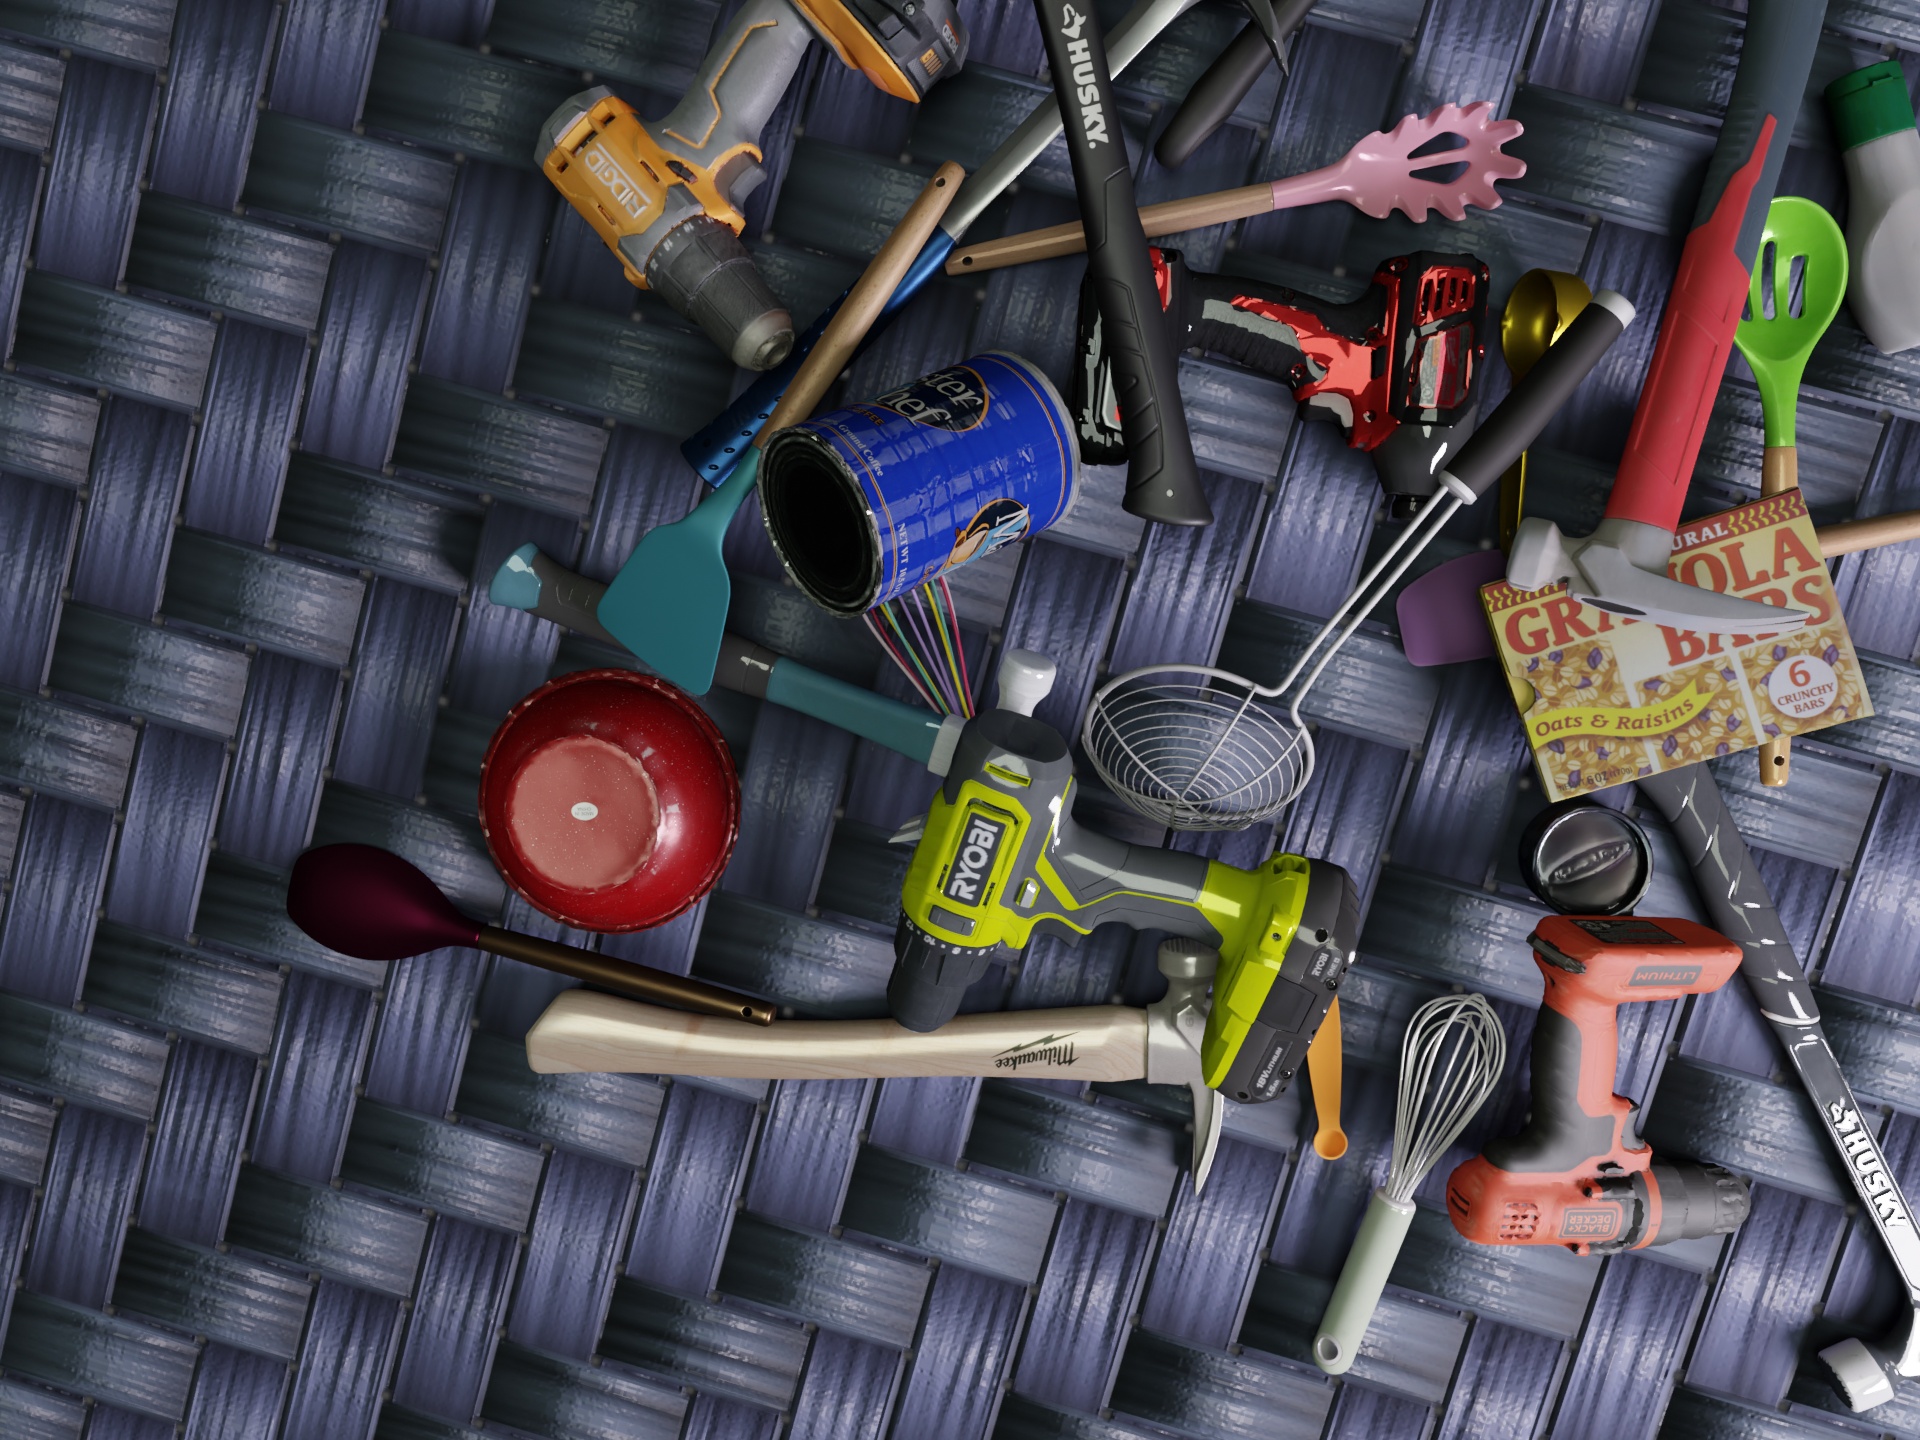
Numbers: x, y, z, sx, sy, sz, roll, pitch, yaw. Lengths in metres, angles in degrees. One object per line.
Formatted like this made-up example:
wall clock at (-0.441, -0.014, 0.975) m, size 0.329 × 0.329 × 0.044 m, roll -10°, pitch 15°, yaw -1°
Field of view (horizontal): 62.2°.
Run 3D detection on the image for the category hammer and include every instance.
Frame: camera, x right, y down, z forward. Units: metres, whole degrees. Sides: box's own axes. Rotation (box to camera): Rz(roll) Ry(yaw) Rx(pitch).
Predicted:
hammer at (-0.117, -0.030, 0.903) m, size 0.331 × 0.033 × 0.128 m, roll 21°, pitch 113°, yaw 10°
hammer at (0.482, 0.181, 0.897) m, size 0.149 × 0.036 × 0.409 m, roll -27°, pitch 93°, yaw 5°
hammer at (0.408, -0.236, 0.820) m, size 0.143 × 0.038 × 0.386 m, roll 17°, pitch 85°, yaw 22°
hammer at (0.001, -0.275, 0.874) m, size 0.405 × 0.035 × 0.144 m, roll -43°, pitch 68°, yaw 10°
hammer at (0.080, -0.260, 0.802) m, size 0.146 × 0.035 × 0.334 m, roll -13°, pitch 98°, yaw 2°
hammer at (-0.052, 0.203, 0.940) m, size 0.410 × 0.038 × 0.146 m, roll -1°, pitch 97°, yaw 5°

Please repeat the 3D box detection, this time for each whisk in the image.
whisk at (0.255, 0.269, 0.920) m, size 0.058 × 0.059 × 0.246 m, roll 27°, pitch 103°, yaw 38°
whisk at (0.204, -0.419, 0.852) m, size 0.073 × 0.073 × 0.296 m, roll 41°, pitch 102°, yaw 0°
whisk at (-0.002, -0.003, 0.919) m, size 0.047 × 0.051 × 0.245 m, roll -20°, pitch 98°, yaw 27°

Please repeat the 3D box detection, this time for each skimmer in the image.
skimmer at (0.212, -0.084, 0.856) m, size 0.127 × 0.090 × 0.363 m, roll 37°, pitch 99°, yaw -19°

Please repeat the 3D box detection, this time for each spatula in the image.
spatula at (-0.090, -0.165, 0.862) m, size 0.082 × 0.044 × 0.317 m, roll 35°, pitch 92°, yaw 14°
spatula at (0.403, -0.086, 0.886) m, size 0.316 × 0.018 × 0.060 m, roll -11°, pitch 92°, yaw 6°

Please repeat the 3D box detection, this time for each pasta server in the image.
pasta server at (0.145, -0.283, 0.878) m, size 0.316 × 0.040 × 0.060 m, roll -10°, pitch 111°, yaw 7°

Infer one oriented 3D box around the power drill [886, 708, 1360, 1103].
power drill at (0.078, 0.116, 0.853) m, size 0.228 × 0.080 × 0.190 m, roll 20°, pitch 115°, yaw 3°

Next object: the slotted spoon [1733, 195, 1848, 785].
slotted spoon at (0.440, -0.121, 0.860) m, size 0.070 × 0.031 × 0.314 m, roll 0°, pitch 91°, yaw 7°

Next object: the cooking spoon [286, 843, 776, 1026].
cooking spoon at (-0.259, 0.134, 0.941) m, size 0.319 × 0.017 × 0.069 m, roll 13°, pitch 91°, yaw 11°

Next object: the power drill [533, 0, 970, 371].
power drill at (-0.100, -0.318, 0.861) m, size 0.226 × 0.084 × 0.185 m, roll -42°, pitch 78°, yaw 10°

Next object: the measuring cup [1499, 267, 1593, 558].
measuring cup at (0.318, -0.167, 0.872) m, size 0.029 × 0.062 × 0.156 m, roll -1°, pitch 104°, yaw -10°

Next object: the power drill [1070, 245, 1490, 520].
power drill at (0.173, -0.185, 0.868) m, size 0.219 × 0.078 × 0.143 m, roll 4°, pitch 97°, yaw 1°

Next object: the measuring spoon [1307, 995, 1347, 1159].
measuring spoon at (0.213, 0.199, 0.933) m, size 0.021 × 0.011 × 0.117 m, roll -4°, pitch 91°, yaw 5°
